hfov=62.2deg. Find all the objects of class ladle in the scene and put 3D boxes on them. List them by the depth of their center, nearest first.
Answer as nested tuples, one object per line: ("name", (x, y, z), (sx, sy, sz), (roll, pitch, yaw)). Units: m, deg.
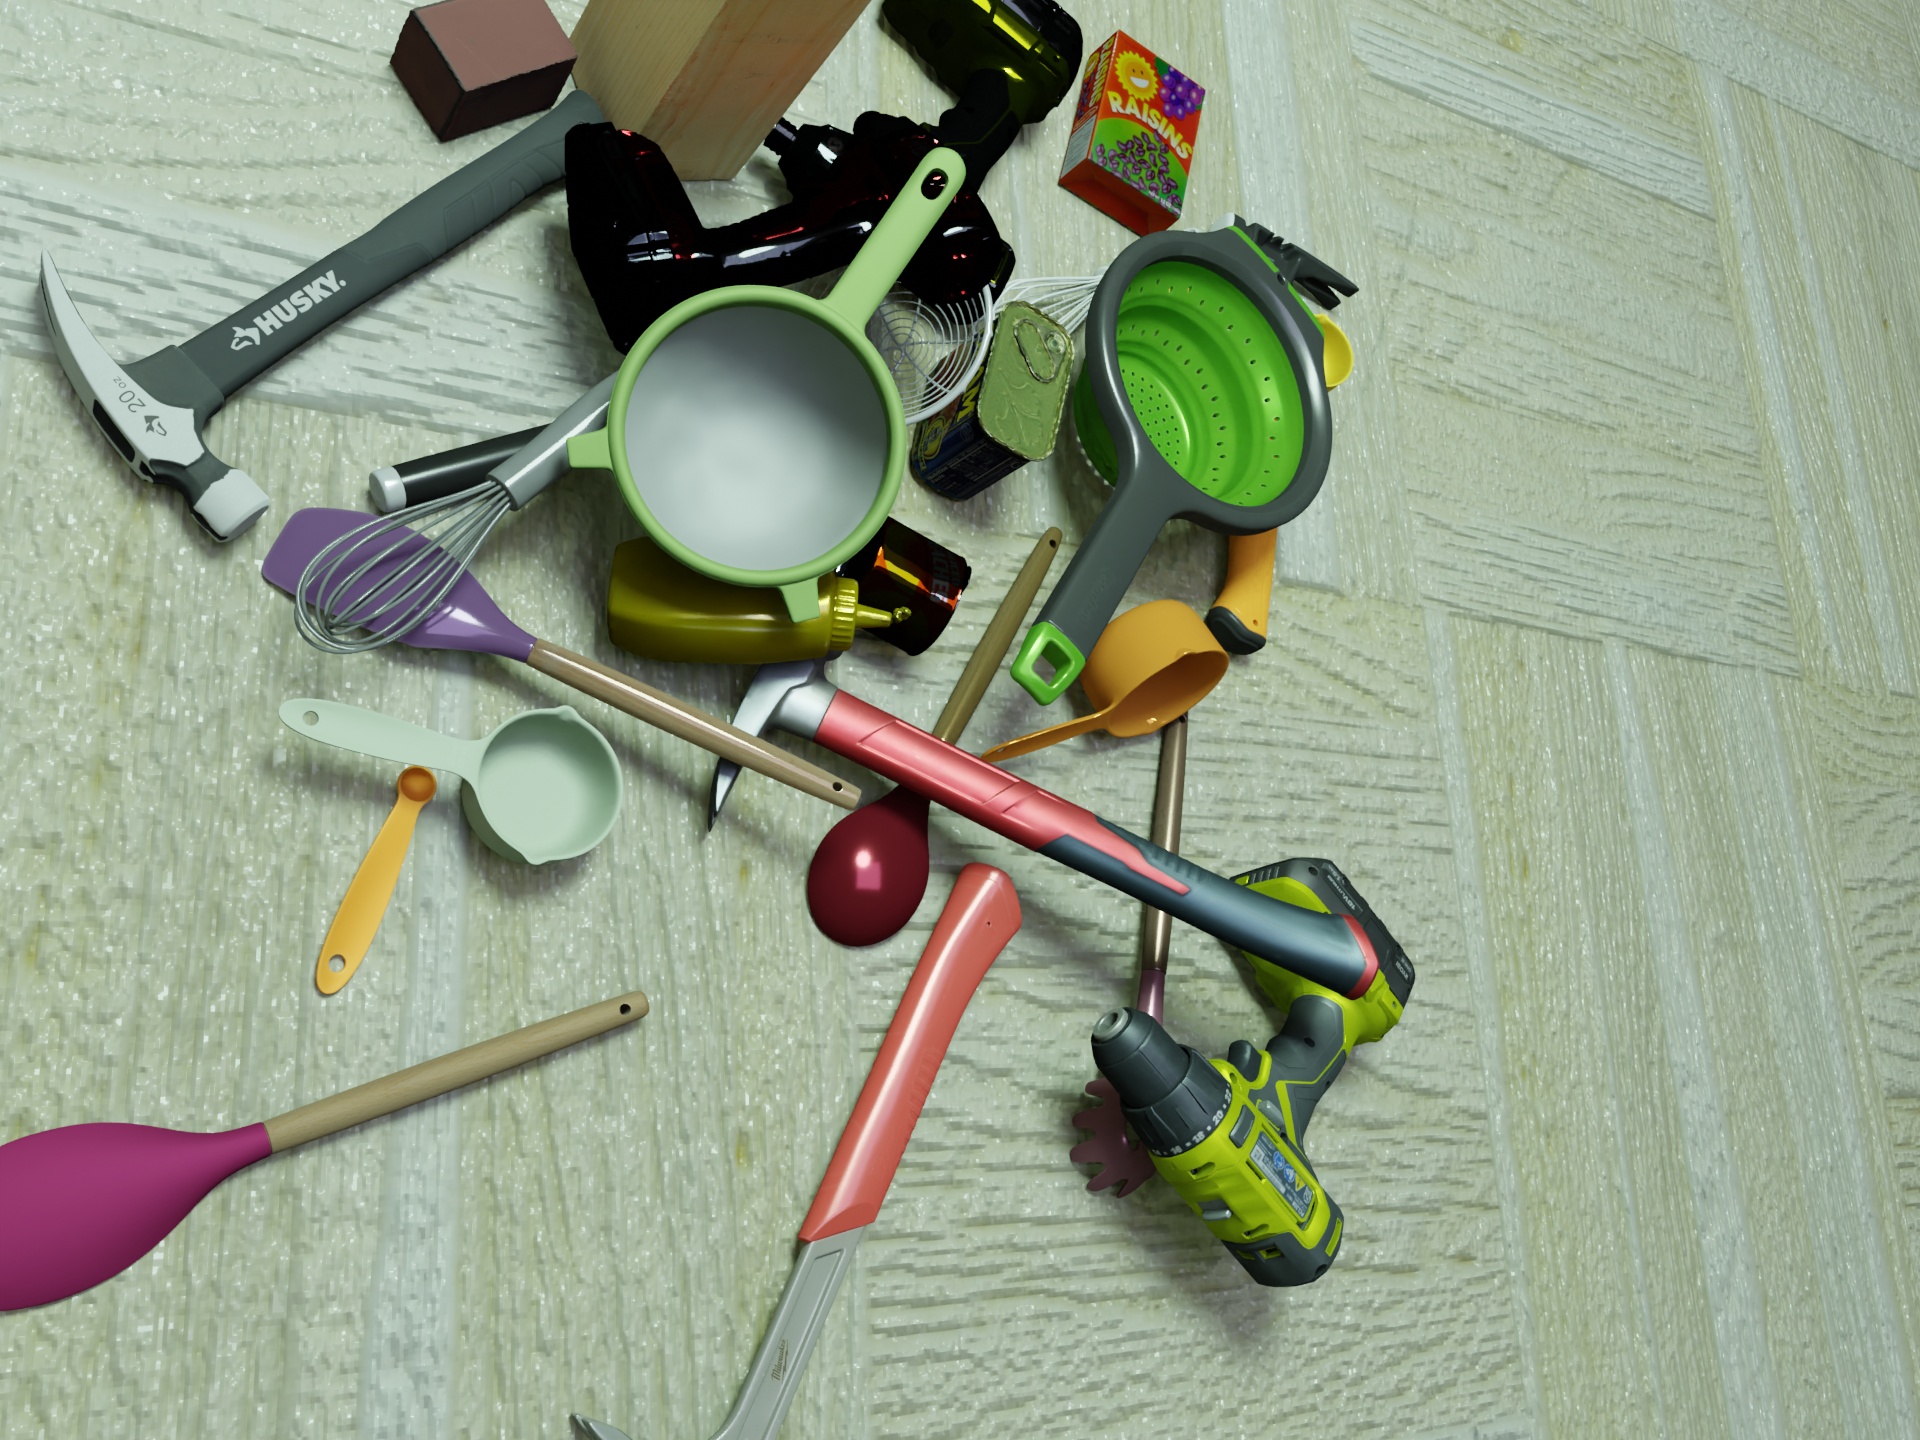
("ladle", (-0.002, -0.003, 0.951), (0.069, 0.031, 0.316), (38, 58, -17))

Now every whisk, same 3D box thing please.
("whisk", (-0.228, -0.115, 0.789), (0.239, 0.055, 0.055), (-45, 101, -26))
("whisk", (0.096, -0.296, 1.090), (0.246, 0.058, 0.059), (-34, 132, -38))

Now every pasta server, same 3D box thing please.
("pasta server", (0.117, 0.132, 0.987), (0.060, 0.040, 0.316), (22, 61, -25))

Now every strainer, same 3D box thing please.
("strainer", (-0.079, -0.187, 0.831), (0.151, 0.069, 0.256), (35, 82, -13))

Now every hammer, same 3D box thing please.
("hammer", (-0.305, -0.243, 0.823), (0.146, 0.035, 0.335), (48, 57, -12))
("hammer", (-0.058, 0.229, 0.839), (0.149, 0.037, 0.359), (35, 61, -19))
("hammer", (0.053, 0.075, 0.886), (0.386, 0.038, 0.143), (26, 61, -4))
("hammer", (0.220, -0.201, 1.144), (0.127, 0.034, 0.337), (20, 66, -25))

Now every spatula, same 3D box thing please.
("spatula", (-0.193, -0.026, 0.810), (0.315, 0.018, 0.060), (26, 63, -11))

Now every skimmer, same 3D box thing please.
("skimmer", (-0.144, -0.190, 0.874), (0.363, 0.090, 0.127), (-24, 74, -34))

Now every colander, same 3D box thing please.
("colander", (0.106, -0.151, 1.008), (0.204, 0.094, 0.397), (44, 56, -18))

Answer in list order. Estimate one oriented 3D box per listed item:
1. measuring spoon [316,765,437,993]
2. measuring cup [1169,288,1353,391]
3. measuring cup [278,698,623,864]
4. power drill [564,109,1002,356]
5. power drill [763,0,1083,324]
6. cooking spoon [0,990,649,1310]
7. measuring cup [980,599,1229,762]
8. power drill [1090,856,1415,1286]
("measuring spoon", (-0.281, 0.075, 0.761), (0.021, 0.011, 0.117), (33, 64, -35))
("measuring cup", (0.204, -0.273, 1.126), (0.156, 0.029, 0.062), (17, 69, -13))
("measuring cup", (-0.249, 0.022, 0.774), (0.167, 0.038, 0.083), (19, 66, -29))
("power drill", (-0.100, -0.283, 0.884), (0.219, 0.078, 0.143), (-14, 57, -20))
("power drill", (-0.020, -0.388, 1.023), (0.171, 0.080, 0.223), (31, 65, -21))
("cooking spoon", (-0.287, 0.179, 0.719), (0.319, 0.017, 0.069), (-16, 86, -34))
("measuring cup", (0.080, -0.022, 0.983), (0.173, 0.095, 0.052), (-19, 64, -18))
("power drill", (0.176, 0.189, 0.948), (0.190, 0.080, 0.229), (51, 47, -14))
